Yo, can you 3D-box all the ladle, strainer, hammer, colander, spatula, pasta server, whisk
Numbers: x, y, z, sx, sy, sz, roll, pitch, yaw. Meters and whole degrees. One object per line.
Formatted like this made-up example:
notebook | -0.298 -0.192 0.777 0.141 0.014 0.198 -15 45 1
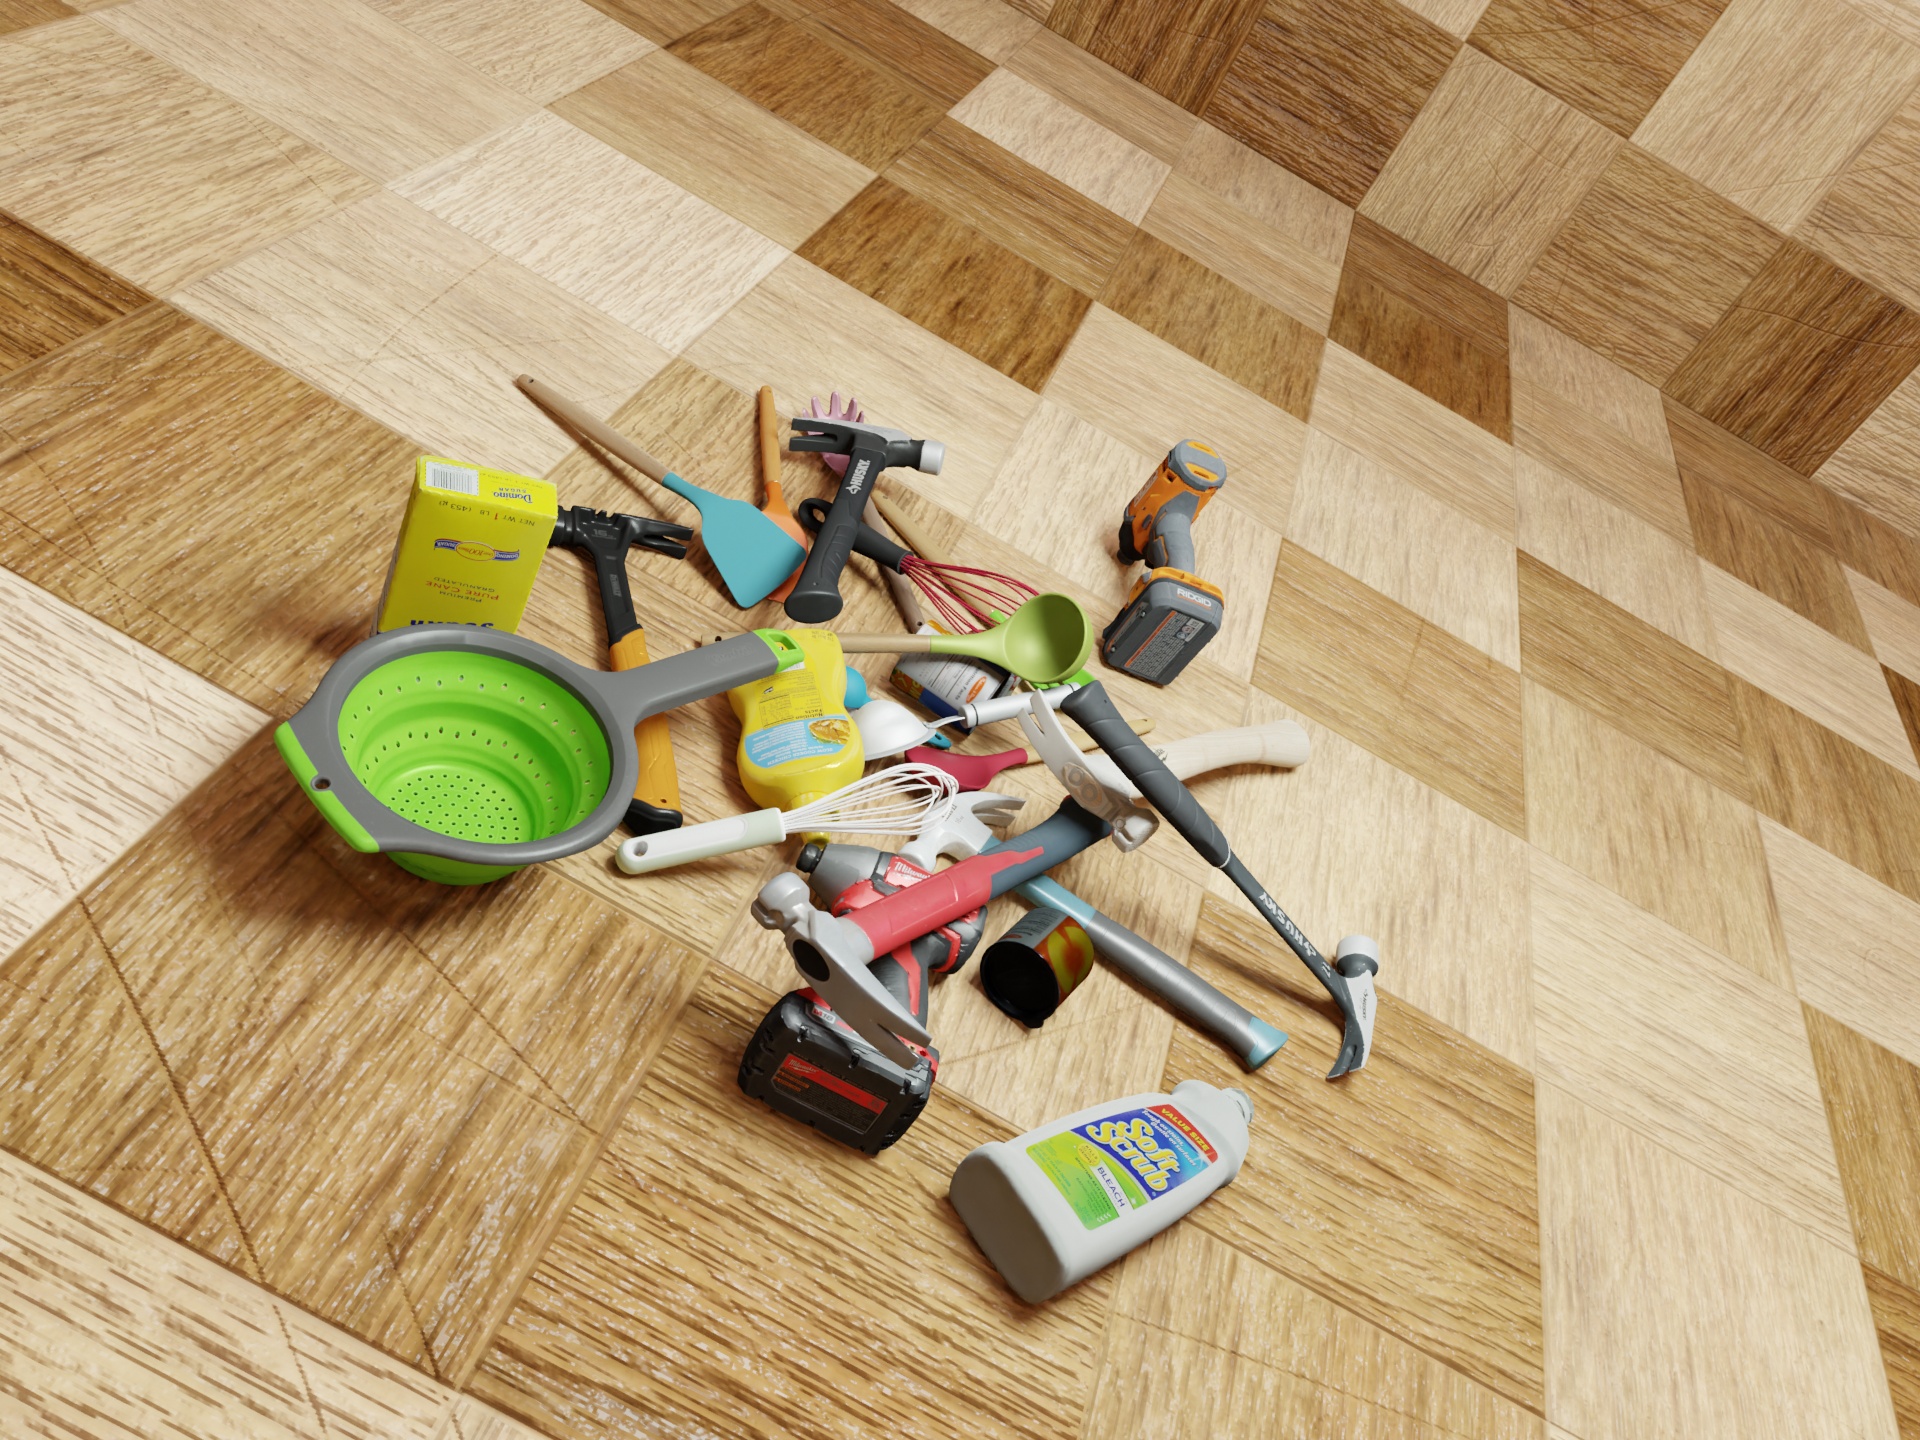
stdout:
ladle | -0.051 -0.067 1.299 0.320 0.062 0.078 0 73 -6
strainer | -0.002 -0.004 1.287 0.258 0.050 0.087 -12 12 -22
hammer | 0.023 0.123 1.123 0.143 0.038 0.386 44 30 18
colander | -0.268 0.017 1.092 0.397 0.094 0.205 -22 61 -46
spatula | -0.180 -0.224 1.490 0.081 0.041 0.323 13 37 -19
pasta server | -0.085 -0.196 1.511 0.060 0.040 0.317 -15 54 -12
hammer | -0.248 -0.044 1.230 0.127 0.034 0.337 6 44 -28
hammer | 0.202 0.023 1.397 0.146 0.038 0.410 51 29 20
hammer | 0.209 0.117 1.235 0.408 0.036 0.149 47 35 -24
ladle | 0.070 0.025 1.378 0.315 0.031 0.069 -11 37 -45
hammer | 0.110 0.167 1.241 0.331 0.033 0.128 35 38 4
spatula | -0.277 -0.217 1.401 0.318 0.044 0.082 36 61 18
whisk | -0.035 -0.132 1.420 0.296 0.073 0.073 31 34 26
whisk | -0.120 0.072 1.120 0.246 0.059 0.058 -12 59 -13
hammer | -0.107 -0.181 1.396 0.146 0.035 0.335 12 35 0

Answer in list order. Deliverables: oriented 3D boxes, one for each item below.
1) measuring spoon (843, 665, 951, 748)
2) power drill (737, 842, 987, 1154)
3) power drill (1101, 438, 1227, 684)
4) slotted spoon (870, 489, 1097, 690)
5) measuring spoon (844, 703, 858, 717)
measuring spoon | -0.057 -0.013 1.320 0.128 0.021 0.042 28 29 -20
power drill | -0.067 0.171 1.081 0.143 0.078 0.220 28 34 -6
power drill | 0.197 -0.150 1.578 0.084 0.164 0.227 20 51 -15
slotted spoon | 0.015 -0.116 1.500 0.070 0.031 0.314 -19 58 -46
measuring spoon | -0.107 -0.031 1.333 0.034 0.018 0.124 25 29 -27
